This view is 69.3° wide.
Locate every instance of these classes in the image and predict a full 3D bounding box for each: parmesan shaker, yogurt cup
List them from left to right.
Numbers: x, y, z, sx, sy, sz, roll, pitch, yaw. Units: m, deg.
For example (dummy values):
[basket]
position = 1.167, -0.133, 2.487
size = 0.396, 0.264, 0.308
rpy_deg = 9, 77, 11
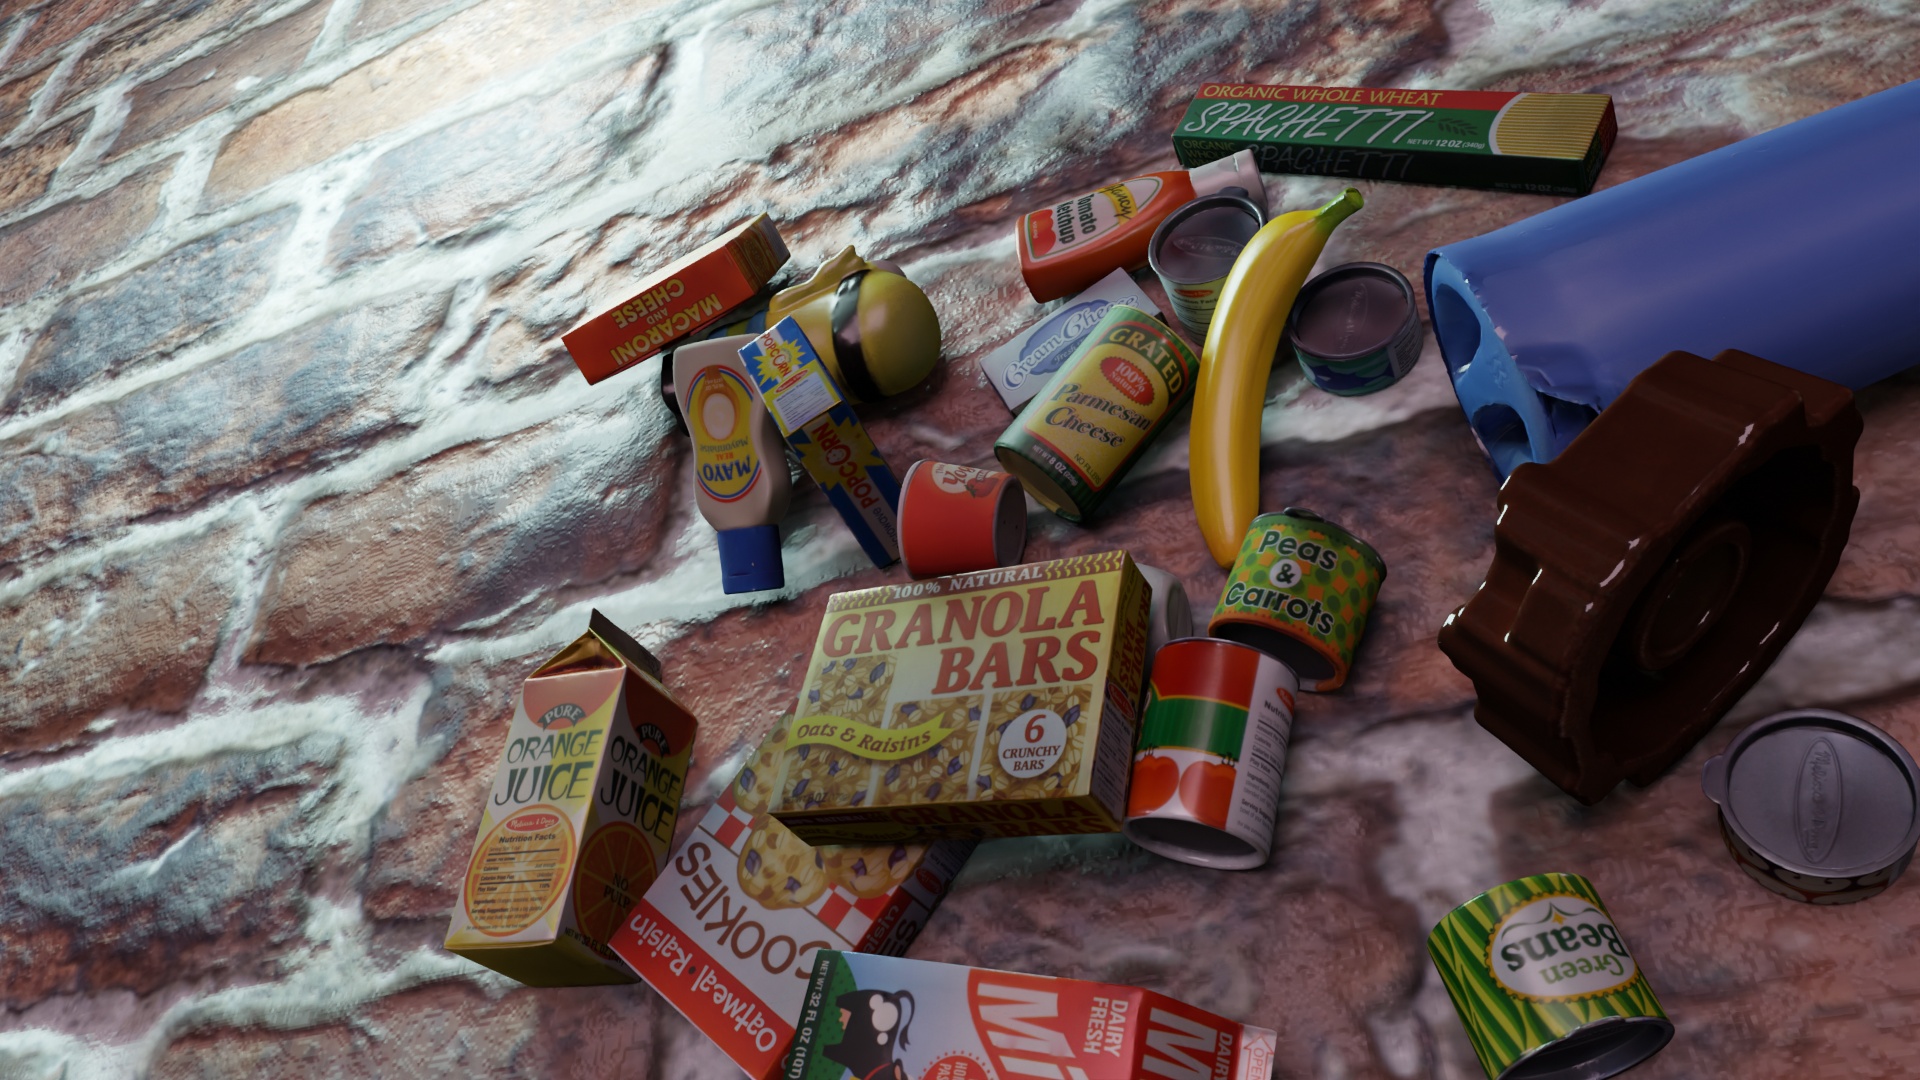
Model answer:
[yogurt cup]
position = 0.003, -0.009, 0.750
size = 0.054, 0.072, 0.073
rpy_deg = 3, 59, 21
[parmesan shaker]
position = 0.077, -0.066, 0.749
size = 0.071, 0.071, 0.103
rpy_deg = 32, 77, 40

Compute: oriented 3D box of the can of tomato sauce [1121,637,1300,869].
[can of tomato sauce]
position = 0.108, 0.095, 0.614
size = 0.071, 0.071, 0.083
rpy_deg = 1, 59, 29

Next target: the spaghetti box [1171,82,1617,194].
[spaghetti box]
position = 0.241, -0.235, 0.805
size = 0.250, 0.028, 0.050
rpy_deg = 16, 65, 36

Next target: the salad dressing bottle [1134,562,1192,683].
[salad dressing bottle]
position = 0.040, 0.046, 0.703
size = 0.147, 0.044, 0.064
rpy_deg = -6, 57, 27

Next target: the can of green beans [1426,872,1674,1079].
[can of green beans]
position = 0.213, 0.163, 0.507
size = 0.071, 0.071, 0.058
rpy_deg = -25, 49, 11

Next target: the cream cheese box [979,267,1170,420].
[cream cheese box]
position = 0.066, -0.112, 0.814
size = 0.104, 0.024, 0.053
rpy_deg = -34, 47, 3

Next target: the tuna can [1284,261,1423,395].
[tuna can]
position = 0.205, -0.111, 0.731
size = 0.071, 0.032, 0.071
rpy_deg = -14, 52, 19

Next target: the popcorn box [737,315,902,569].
[popcorn box]
position = -0.069, -0.052, 0.777
size = 0.038, 0.126, 0.085
rpy_deg = -32, 48, 0

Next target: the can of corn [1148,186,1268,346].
[can of corn]
position = 0.147, -0.151, 0.775
size = 0.071, 0.058, 0.071
rpy_deg = -15, 52, 20

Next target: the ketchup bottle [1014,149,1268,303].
[ketchup bottle]
position = 0.108, -0.192, 0.837
size = 0.148, 0.043, 0.065
rpy_deg = -17, 46, 17

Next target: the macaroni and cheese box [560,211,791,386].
[macaroni and cheese box]
position = -0.184, -0.165, 0.928
size = 0.123, 0.040, 0.167
rpy_deg = -27, 18, 10

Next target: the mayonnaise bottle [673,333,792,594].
[mayonnaise bottle]
position = -0.129, -0.043, 0.813
size = 0.065, 0.041, 0.148
rpy_deg = -8, 88, 16

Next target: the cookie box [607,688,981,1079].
[cookie box]
position = -0.077, 0.166, 0.682
size = 0.123, 0.040, 0.168
rpy_deg = 24, 70, 39

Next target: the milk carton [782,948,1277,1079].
[milk carton]
position = 0.029, 0.220, 0.562
size = 0.190, 0.073, 0.072
rpy_deg = -1, 57, 28

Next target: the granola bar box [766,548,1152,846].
[granola bar box]
position = 0.002, 0.075, 0.642
size = 0.165, 0.039, 0.125
rpy_deg = -9, 50, 30

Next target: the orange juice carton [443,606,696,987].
[orange juice carton]
position = -0.201, 0.135, 0.751
size = 0.073, 0.071, 0.193
rpy_deg = -9, 54, 23

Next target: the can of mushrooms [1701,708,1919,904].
[can of mushrooms]
position = 0.317, 0.099, 0.518
size = 0.071, 0.033, 0.071
rpy_deg = -14, 53, 20

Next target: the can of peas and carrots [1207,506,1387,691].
[can of peas and carrots]
position = 0.153, 0.028, 0.634
size = 0.071, 0.070, 0.059
rpy_deg = 12, 65, 35
